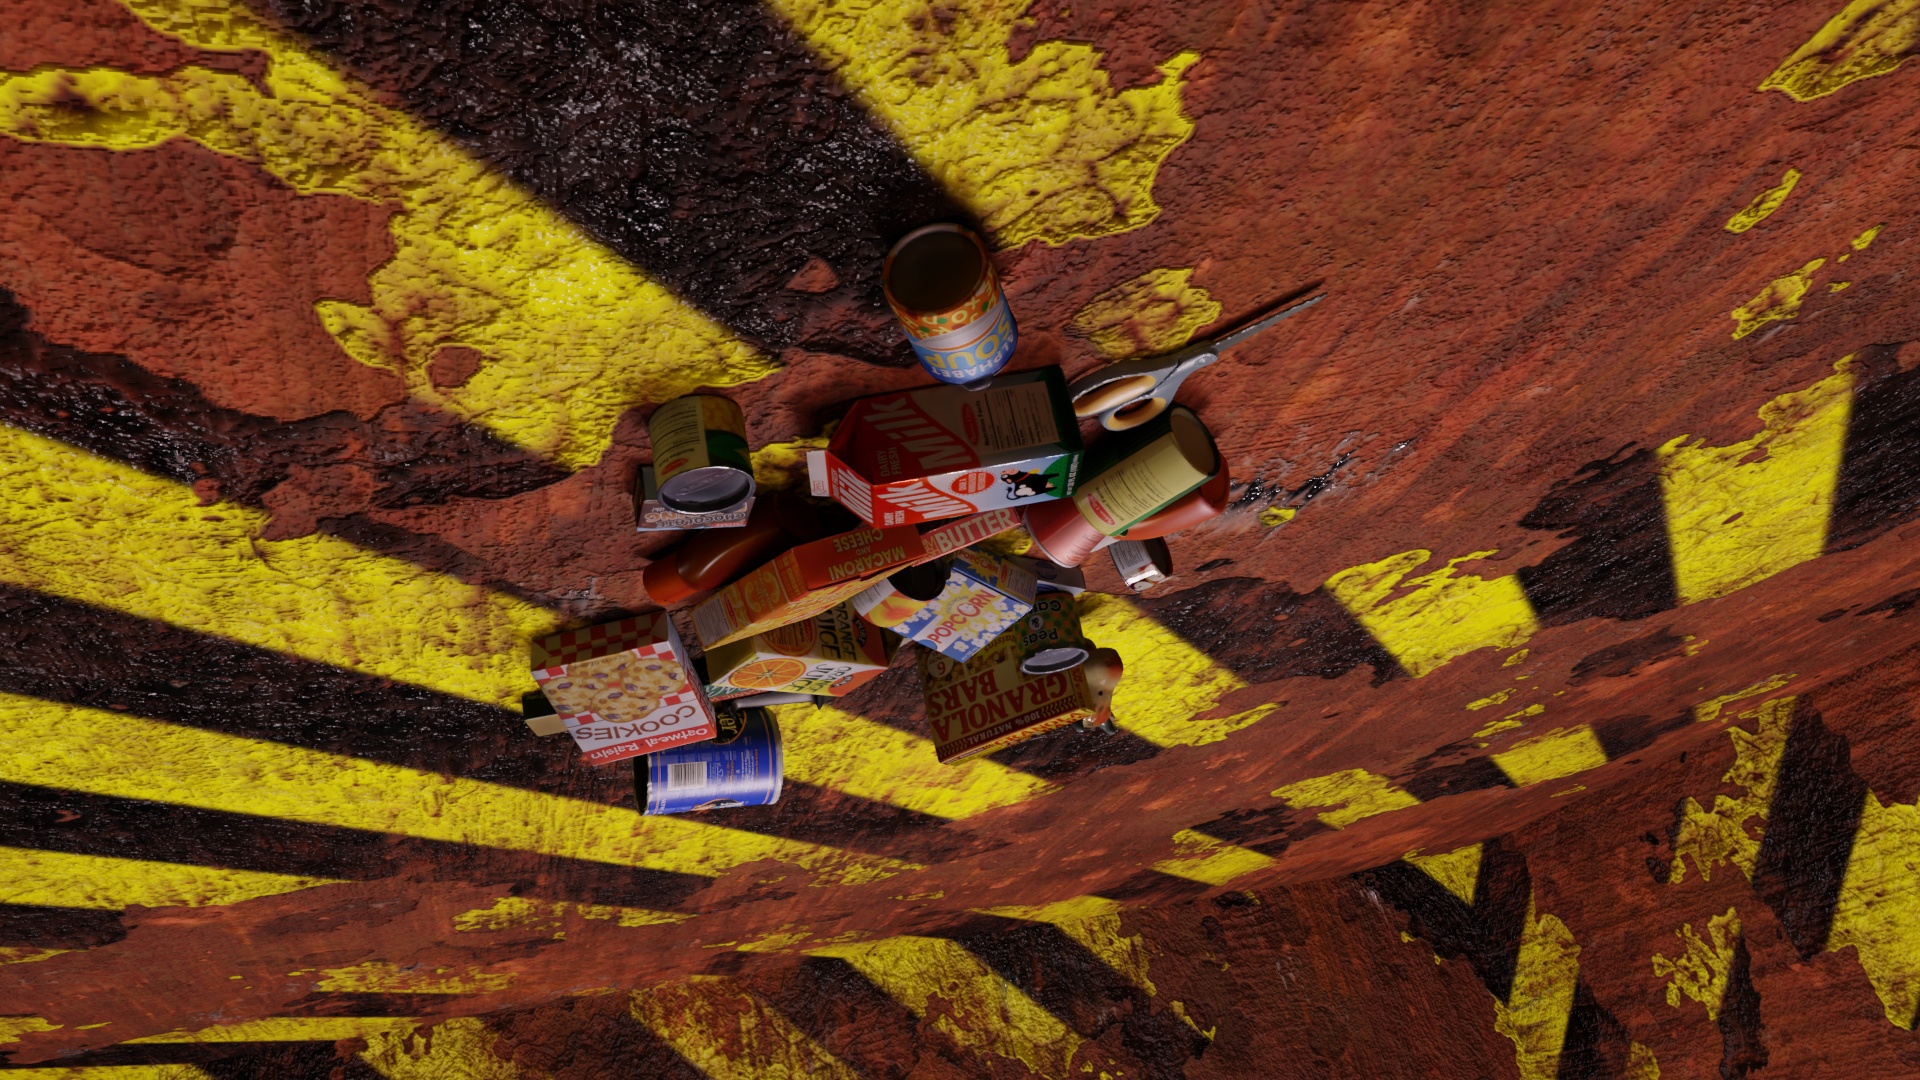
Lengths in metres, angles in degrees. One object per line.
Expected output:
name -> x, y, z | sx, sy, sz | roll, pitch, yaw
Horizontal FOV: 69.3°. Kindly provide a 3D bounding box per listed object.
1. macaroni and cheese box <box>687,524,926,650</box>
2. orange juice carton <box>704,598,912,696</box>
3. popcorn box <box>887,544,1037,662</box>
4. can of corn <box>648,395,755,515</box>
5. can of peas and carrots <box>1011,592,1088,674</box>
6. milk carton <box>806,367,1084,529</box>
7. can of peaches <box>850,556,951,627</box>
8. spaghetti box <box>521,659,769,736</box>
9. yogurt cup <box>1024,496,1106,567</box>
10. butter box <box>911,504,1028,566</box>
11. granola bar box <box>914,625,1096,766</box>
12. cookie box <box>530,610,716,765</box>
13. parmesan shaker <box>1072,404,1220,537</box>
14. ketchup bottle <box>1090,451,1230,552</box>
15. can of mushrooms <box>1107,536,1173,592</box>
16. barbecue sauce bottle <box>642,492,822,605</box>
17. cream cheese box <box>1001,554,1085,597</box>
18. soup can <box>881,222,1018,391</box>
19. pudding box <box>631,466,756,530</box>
macaroni and cheese box -> -0.124, 0.035, 1.120 | 0.124, 0.040, 0.166 | -17, 173, -43
orange juice carton -> -0.135, 0.093, 1.267 | 0.193, 0.073, 0.071 | 12, 145, -43
popcorn box -> 0.001, 0.056, 1.260 | 0.085, 0.038, 0.126 | 26, 141, -18
can of corn -> -0.175, -0.057, 0.947 | 0.071, 0.058, 0.071 | -11, 155, -5
can of peas and carrots -> 0.082, 0.088, 1.318 | 0.071, 0.059, 0.070 | -10, 156, -4
milk carton -> -0.014, -0.062, 0.996 | 0.191, 0.074, 0.072 | -10, 155, -7
can of peaches -> -0.053, 0.034, 1.190 | 0.071, 0.071, 0.057 | 7, 149, -36
spaghetti box -> -0.296, 0.147, 1.354 | 0.250, 0.029, 0.050 | -11, 154, -5
yogurt cup -> 0.094, -0.019, 1.155 | 0.053, 0.072, 0.072 | -38, 146, 28
butter box -> 0.004, -0.014, 1.135 | 0.103, 0.024, 0.053 | -22, -165, 18
granola bar box -> 0.041, 0.141, 1.394 | 0.165, 0.124, 0.039 | -25, 154, 23
cookie box -> -0.305, 0.137, 1.275 | 0.123, 0.040, 0.166 | -13, 141, -1
parmesan shaker -> 0.148, -0.053, 1.100 | 0.102, 0.071, 0.071 | -33, 149, 35
ketchup bottle -> 0.156, -0.029, 1.170 | 0.043, 0.065, 0.148 | 33, 142, -30
can of mushrooms -> 0.162, 0.011, 1.247 | 0.033, 0.071, 0.071 | -27, 152, 24
barbecue sauce bottle -> -0.185, 0.010, 1.101 | 0.148, 0.044, 0.065 | -24, 158, 24
cream cheese box -> 0.064, 0.040, 1.311 | 0.104, 0.024, 0.053 | 11, 148, -41
soup can -> -0.005, -0.140, 0.839 | 0.071, 0.071, 0.083 | -17, 155, 8
pudding box -> -0.197, -0.032, 1.023 | 0.084, 0.030, 0.049 | -2, 154, -21
